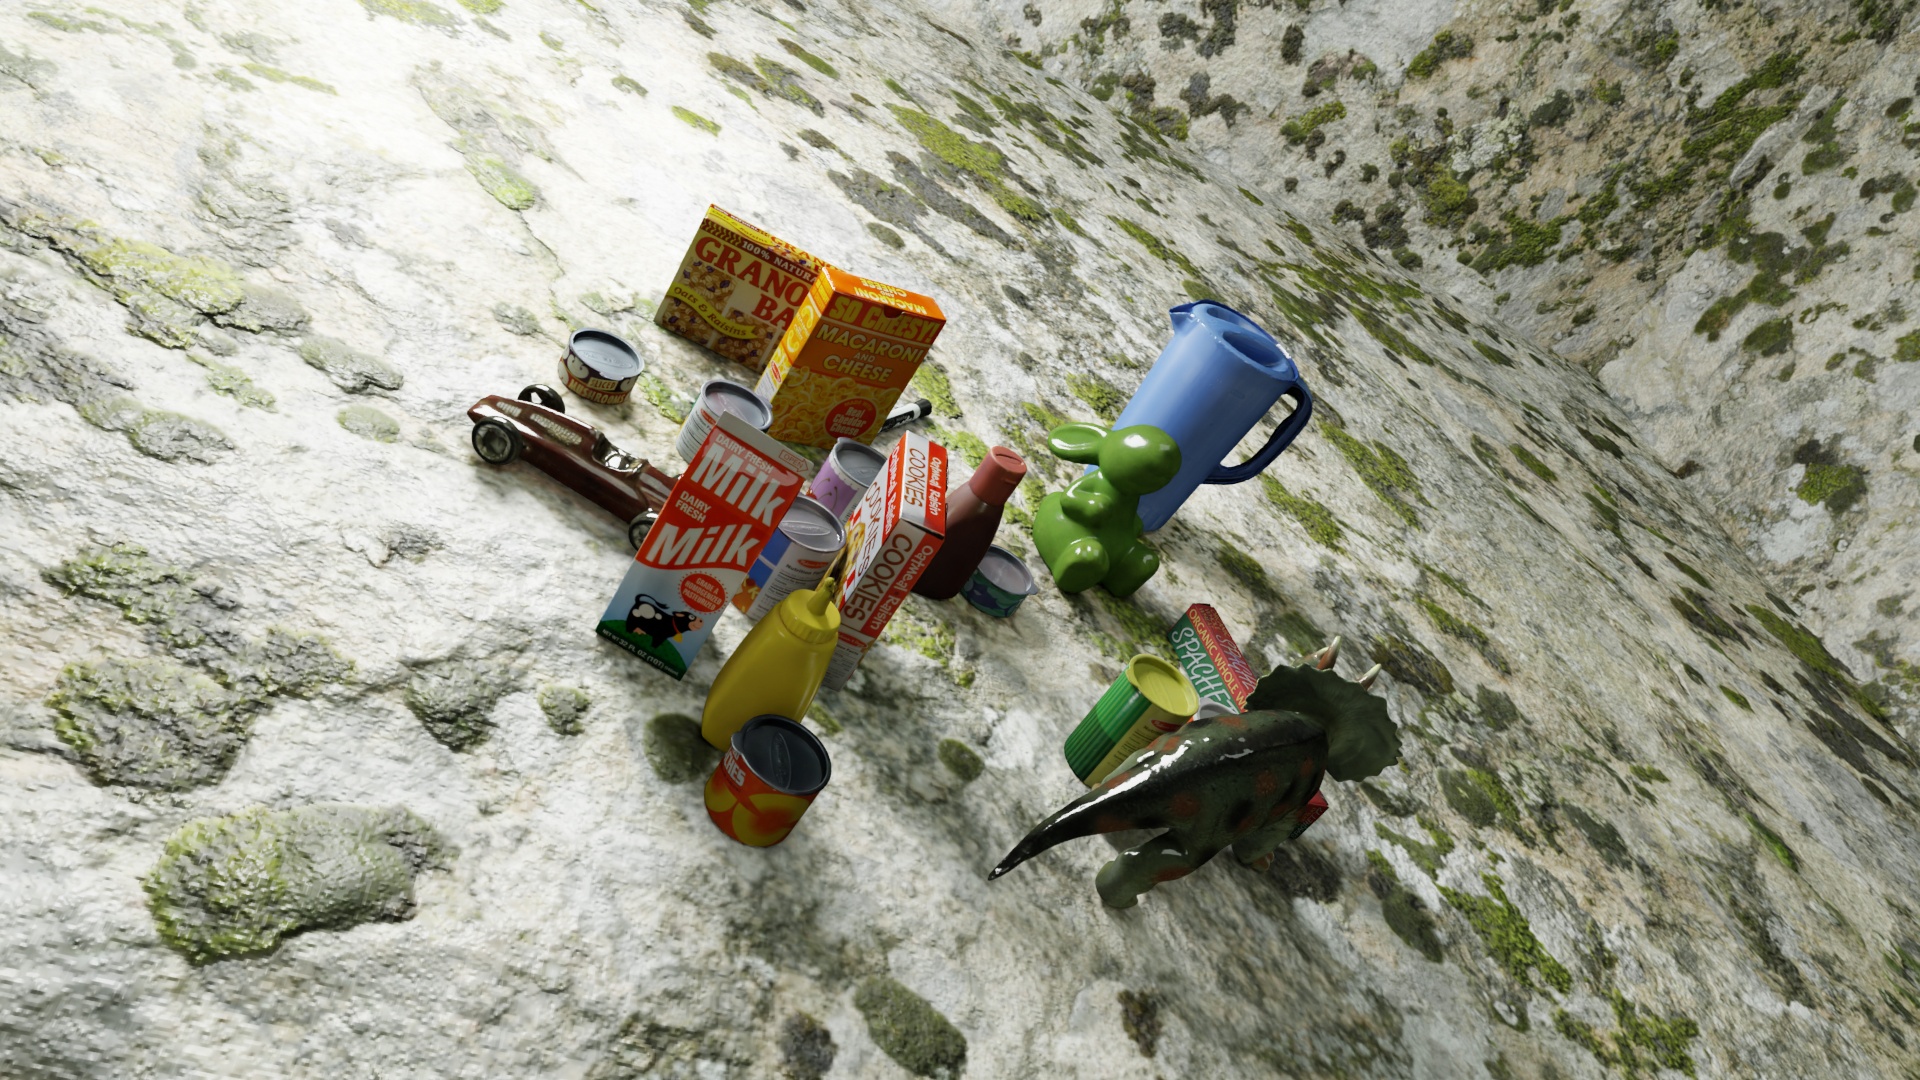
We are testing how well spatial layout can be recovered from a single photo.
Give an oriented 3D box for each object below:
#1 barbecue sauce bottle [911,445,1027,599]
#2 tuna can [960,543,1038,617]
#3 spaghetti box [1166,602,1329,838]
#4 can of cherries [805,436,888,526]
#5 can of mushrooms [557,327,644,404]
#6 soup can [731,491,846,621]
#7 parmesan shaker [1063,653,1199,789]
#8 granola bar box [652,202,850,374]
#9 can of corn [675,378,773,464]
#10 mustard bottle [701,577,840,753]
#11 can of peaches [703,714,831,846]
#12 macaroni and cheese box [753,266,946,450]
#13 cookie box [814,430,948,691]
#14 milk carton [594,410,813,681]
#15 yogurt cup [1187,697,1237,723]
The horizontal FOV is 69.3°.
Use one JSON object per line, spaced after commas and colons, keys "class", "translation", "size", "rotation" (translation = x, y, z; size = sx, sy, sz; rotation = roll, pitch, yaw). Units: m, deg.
{"class": "barbecue sauce bottle", "translation": [0.004, -0.015, 1.191], "size": [0.065, 0.147, 0.044], "rotation": [14, 36, -32]}
{"class": "tuna can", "translation": [0.033, 0.038, 1.260], "size": [0.071, 0.032, 0.071], "rotation": [25, 31, -16]}
{"class": "spaghetti box", "translation": [0.262, 0.161, 1.294], "size": [0.029, 0.050, 0.251], "rotation": [13, 36, -33]}
{"class": "can of cherries", "translation": [-0.097, -0.047, 1.226], "size": [0.071, 0.058, 0.072], "rotation": [25, 31, -17]}
{"class": "can of mushrooms", "translation": [-0.307, -0.147, 1.185], "size": [0.071, 0.033, 0.071], "rotation": [25, 31, -16]}
{"class": "soup can", "translation": [-0.137, 0.013, 1.077], "size": [0.071, 0.083, 0.072], "rotation": [25, 31, -17]}
{"class": "parmesan shaker", "translation": [0.136, 0.150, 1.132], "size": [0.071, 0.102, 0.072], "rotation": [25, 31, -17]}
{"class": "granola bar box", "translation": [-0.190, -0.228, 1.325], "size": [0.165, 0.123, 0.039], "rotation": [25, 31, -17]}
{"class": "can of corn", "translation": [-0.201, -0.095, 1.192], "size": [0.071, 0.058, 0.071], "rotation": [25, 31, -17]}
{"class": "mustard bottle", "translation": [-0.117, 0.080, 0.925], "size": [0.065, 0.159, 0.049], "rotation": [28, 30, -12]}
{"class": "can of peaches", "translation": [-0.129, 0.156, 0.907], "size": [0.071, 0.057, 0.071], "rotation": [25, 31, -17]}
{"class": "macaroni and cheese box", "translation": [-0.106, -0.159, 1.269], "size": [0.124, 0.165, 0.040], "rotation": [9, 39, -37]}
{"class": "cookie box", "translation": [-0.065, 0.015, 1.061], "size": [0.040, 0.166, 0.123], "rotation": [25, 31, -17]}
{"class": "milk carton", "translation": [-0.173, -0.001, 0.956], "size": [0.072, 0.189, 0.074], "rotation": [31, 30, -7]}
{"class": "yogurt cup", "translation": [0.219, 0.183, 1.217], "size": [0.072, 0.053, 0.073], "rotation": [25, 31, -17]}
